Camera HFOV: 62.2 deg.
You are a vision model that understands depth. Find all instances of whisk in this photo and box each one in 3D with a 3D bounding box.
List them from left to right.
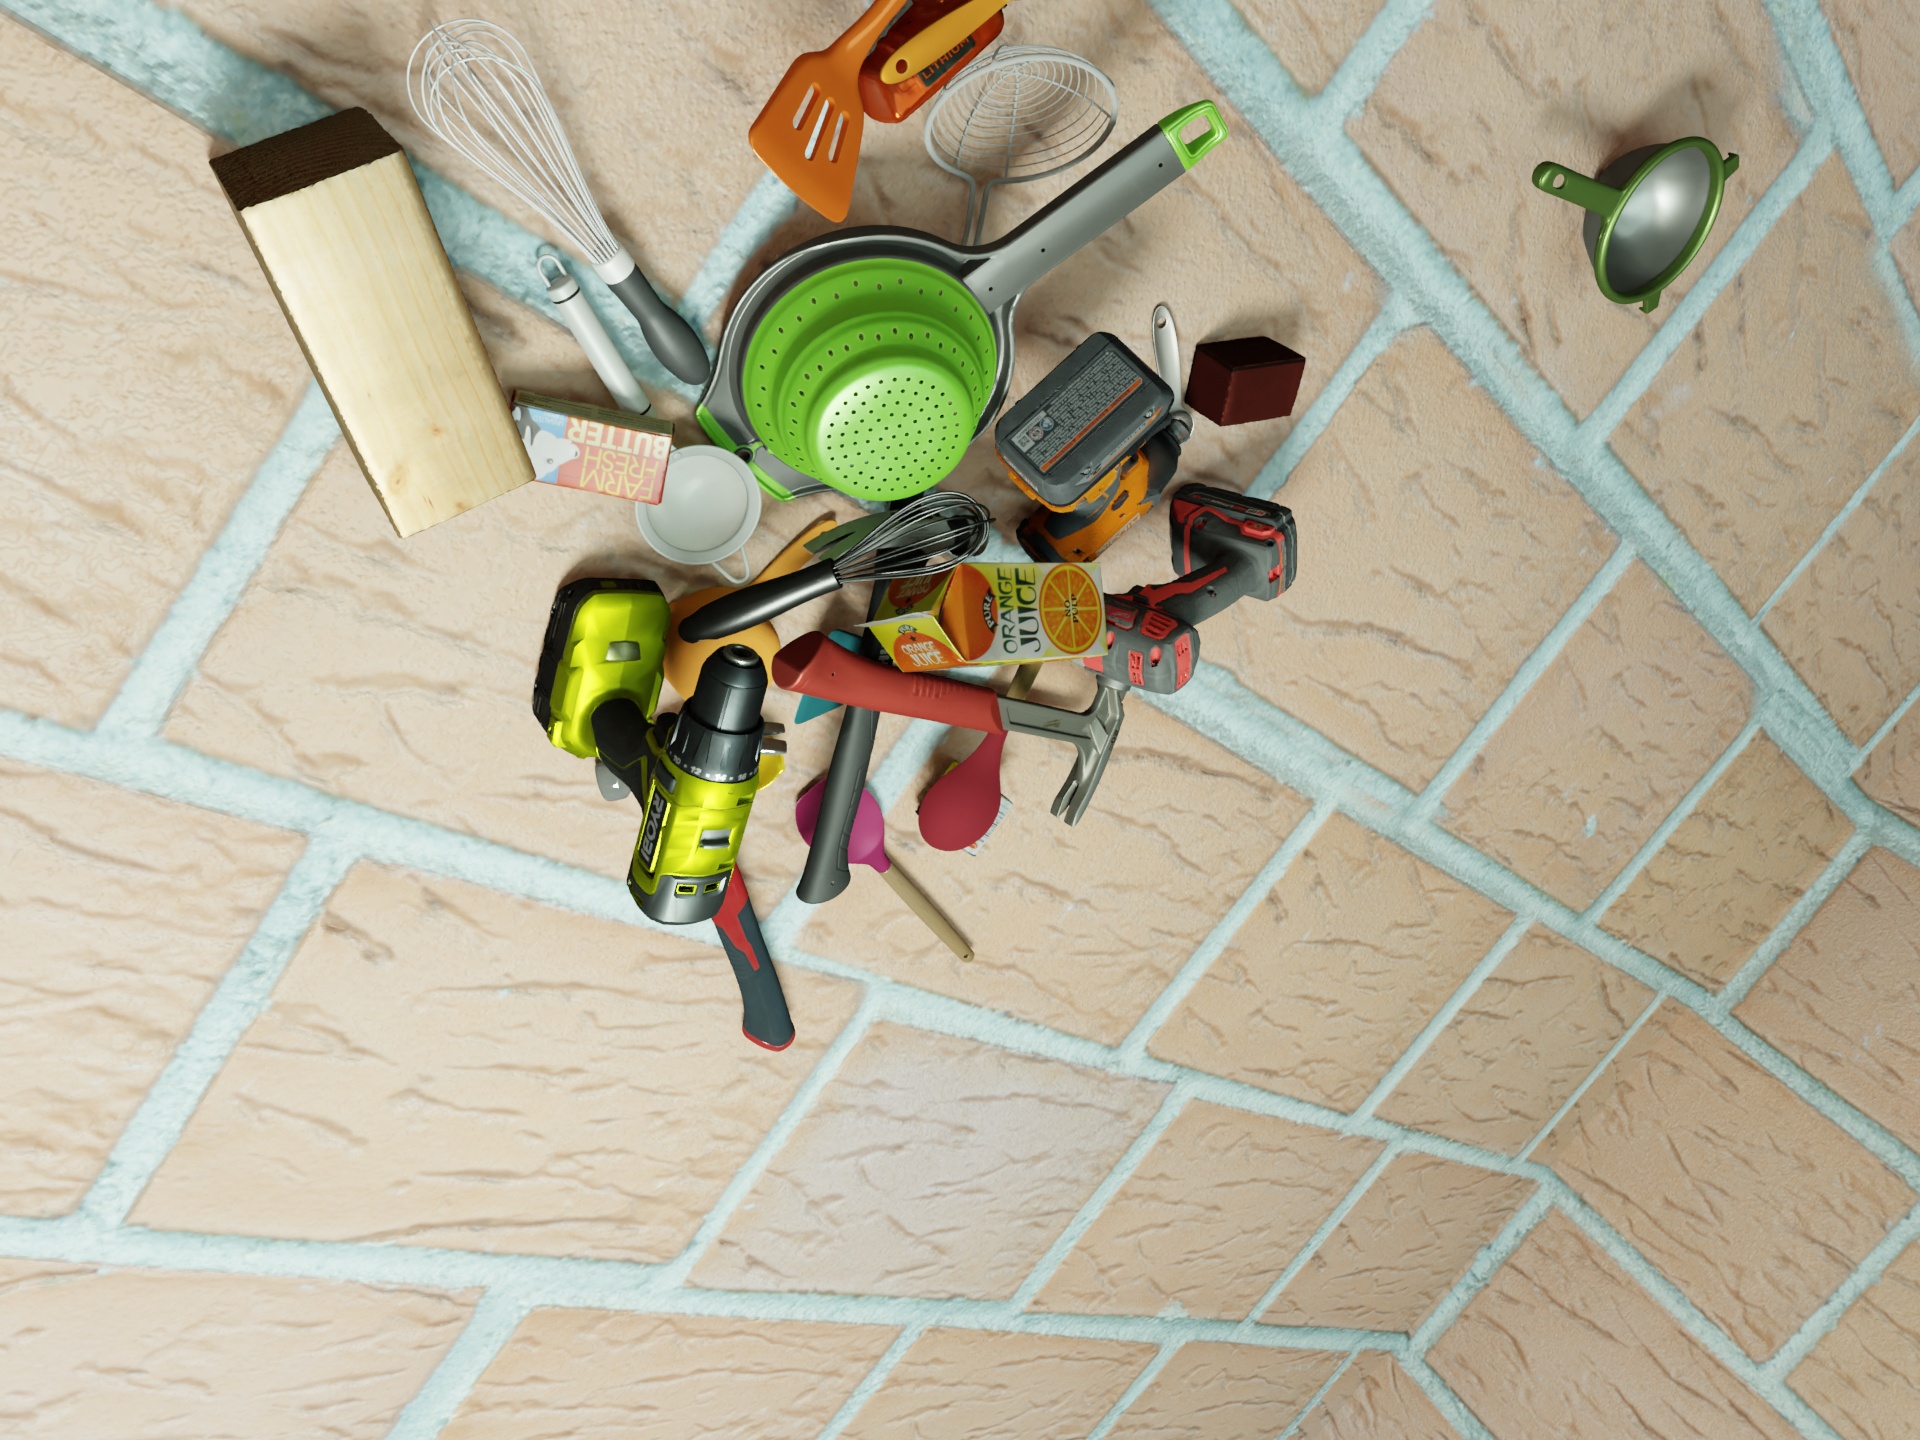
[{"bbox_3d":[-0.226,-0.297,0.948,0.070,0.070,0.284,-41,142,-3],"label":"whisk"},{"bbox_3d":[-0.088,-0.100,1.099,0.239,0.055,0.055,-20,137,10],"label":"whisk"}]

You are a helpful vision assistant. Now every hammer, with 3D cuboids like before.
[{"bbox_3d":[-0.175,0.150,1.310,0.143,0.038,0.385,-11,135,0],"label":"hammer"},{"bbox_3d":[-0.081,-0.004,1.230,0.146,0.035,0.334,-5,120,-39],"label":"hammer"},{"bbox_3d":[-0.002,-0.004,1.241,0.358,0.037,0.149,11,105,-45],"label":"hammer"}]

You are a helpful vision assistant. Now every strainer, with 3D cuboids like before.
[{"bbox_3d":[-0.206,-0.196,1.047,0.087,0.050,0.258,-30,130,-2],"label":"strainer"},{"bbox_3d":[0.566,-0.459,1.400,0.256,0.069,0.151,2,122,-37],"label":"strainer"}]

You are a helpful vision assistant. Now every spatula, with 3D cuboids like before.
[{"bbox_3d":[-0.014,-0.444,0.918,0.081,0.041,0.322,32,94,-44],"label":"spatula"},{"bbox_3d":[-0.006,-0.017,1.324,0.317,0.044,0.082,12,109,-39],"label":"spatula"}]

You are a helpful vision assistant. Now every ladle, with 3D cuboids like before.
[{"bbox_3d":[0.052,-0.031,1.332,0.069,0.031,0.315,25,91,-27],"label":"ladle"}]

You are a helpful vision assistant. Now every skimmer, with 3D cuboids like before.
[{"bbox_3d":[0.007,-0.282,1.101,0.127,0.090,0.363,0,123,-26],"label":"skimmer"}]

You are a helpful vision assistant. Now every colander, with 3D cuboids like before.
[{"bbox_3d":[0.012,-0.258,1.037,0.397,0.095,0.204,-33,134,14],"label":"colander"}]

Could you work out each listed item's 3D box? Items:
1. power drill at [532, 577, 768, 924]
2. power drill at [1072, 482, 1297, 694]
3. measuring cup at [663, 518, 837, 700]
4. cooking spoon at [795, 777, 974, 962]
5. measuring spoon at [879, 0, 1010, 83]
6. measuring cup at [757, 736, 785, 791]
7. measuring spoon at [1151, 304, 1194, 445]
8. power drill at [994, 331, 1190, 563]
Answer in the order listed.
[{"bbox_3d":[-0.202,-0.003,1.058,0.080,0.229,0.190,-1,122,-36],"label":"power drill"},{"bbox_3d":[0.168,-0.107,1.300,0.220,0.143,0.078,-39,135,-35],"label":"power drill"},{"bbox_3d":[-0.145,-0.077,1.172,0.173,0.052,0.095,-43,137,2],"label":"measuring cup"},{"bbox_3d":[-0.058,0.143,1.432,0.069,0.017,0.318,-40,136,-3],"label":"cooking spoon"},{"bbox_3d":[0.000,-0.420,0.963,0.117,0.011,0.021,-37,135,-8],"label":"measuring spoon"},{"bbox_3d":[-0.188,0.065,1.278,0.062,0.029,0.156,1,133,-32],"label":"measuring cup"},{"bbox_3d":[0.166,-0.278,1.283,0.034,0.018,0.124,-22,126,-12],"label":"measuring spoon"},{"bbox_3d":[0.109,-0.201,1.202,0.164,0.084,0.226,-43,165,-2],"label":"power drill"}]
